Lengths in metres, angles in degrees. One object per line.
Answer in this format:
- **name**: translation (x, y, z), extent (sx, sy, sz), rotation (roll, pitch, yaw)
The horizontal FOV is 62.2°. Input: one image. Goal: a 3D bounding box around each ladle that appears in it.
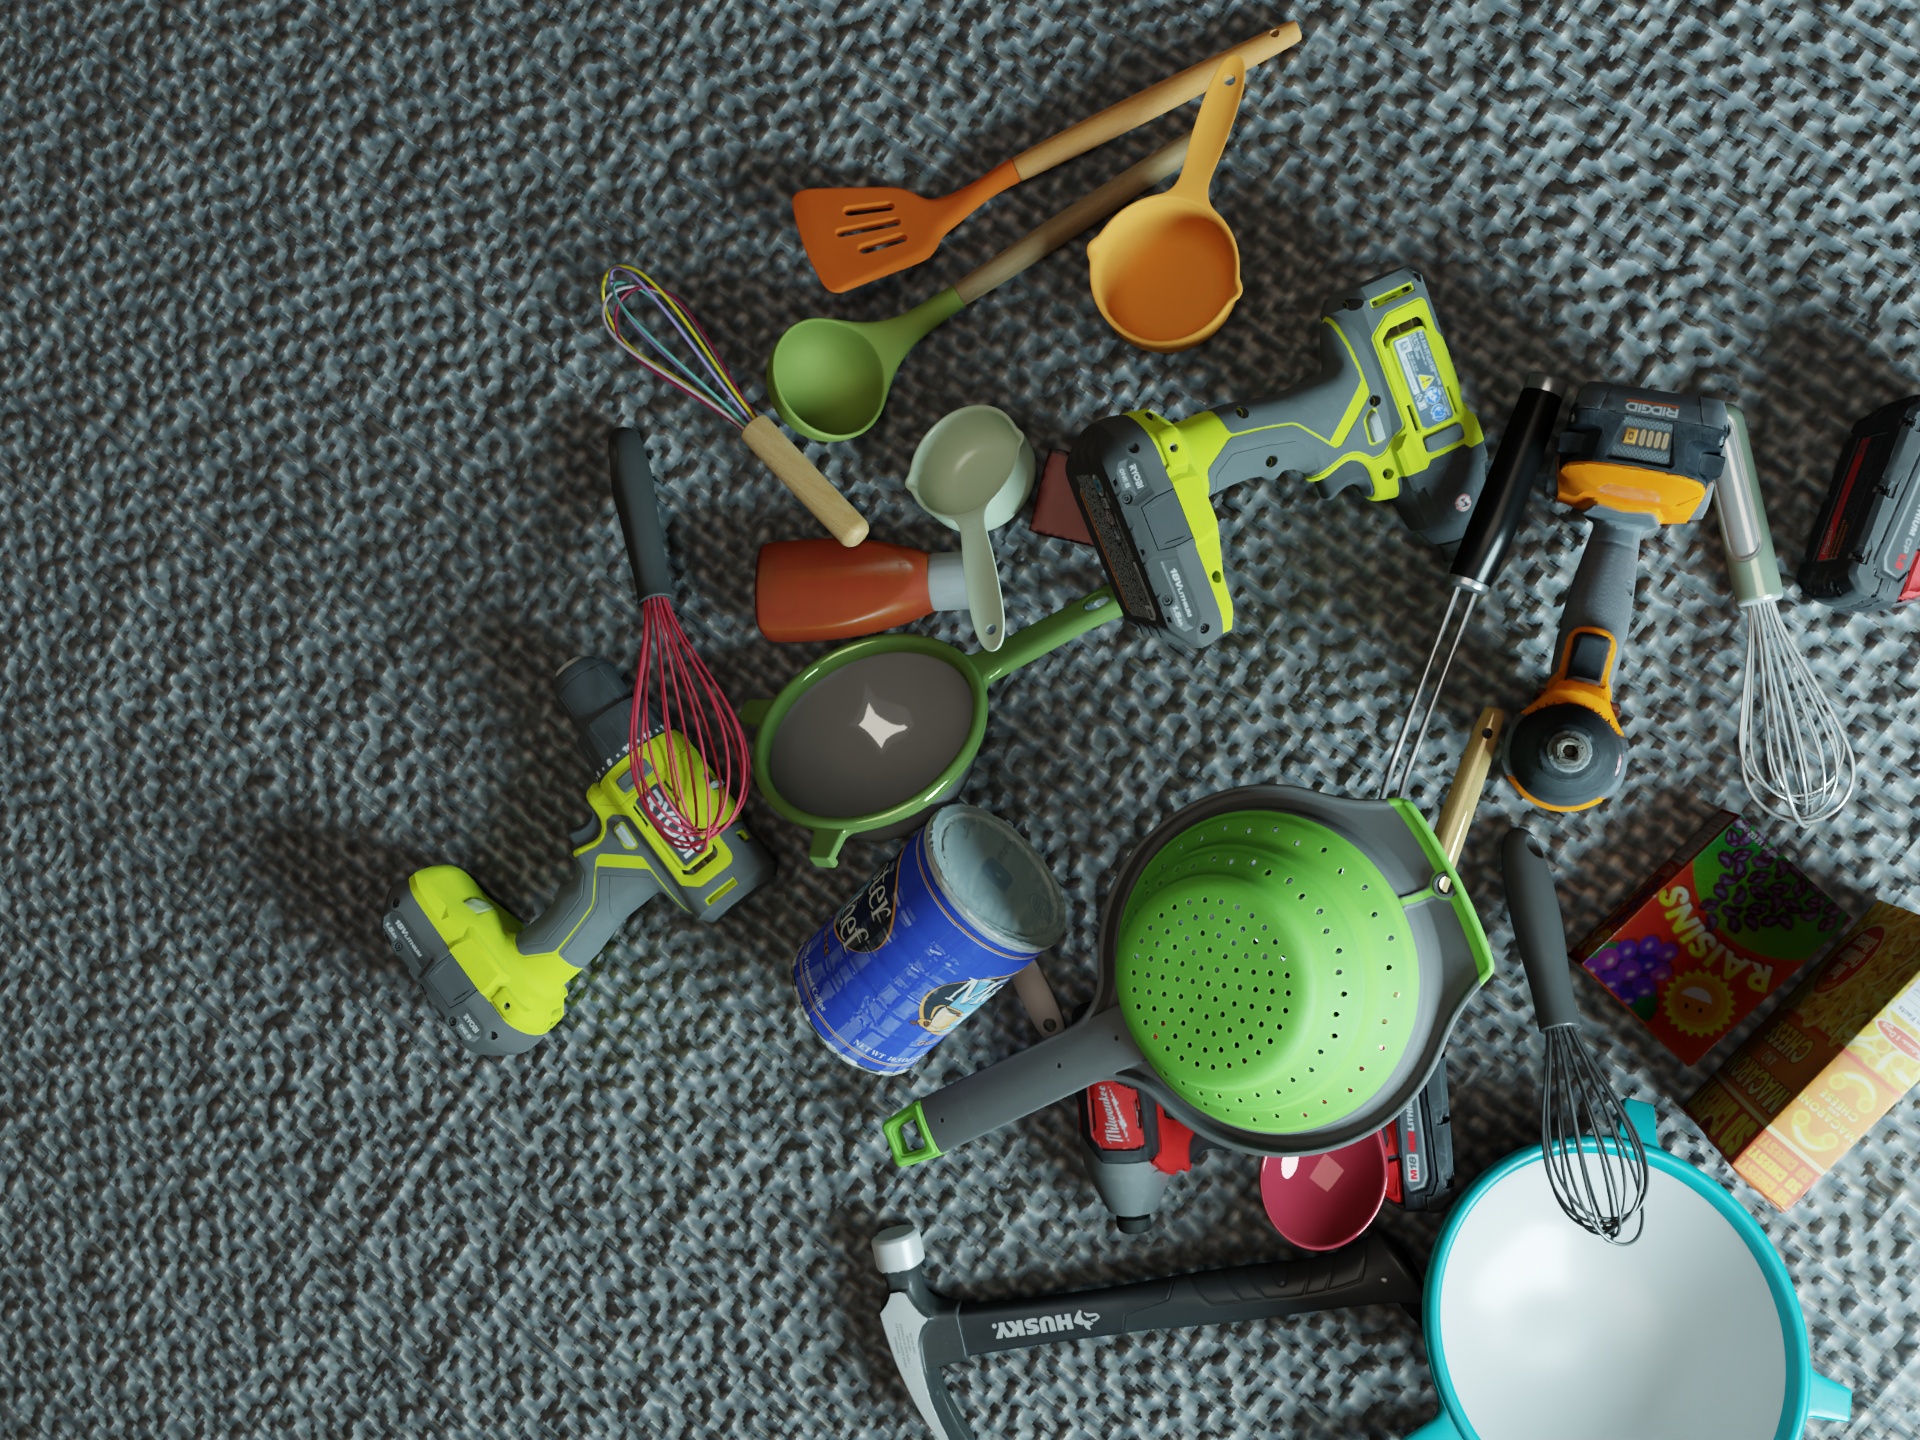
- **ladle**: translation (0.021, -0.275, 0.974), extent (0.320, 0.062, 0.078), rotation (-31, 101, 8)
- **ladle**: translation (0.241, 0.141, 0.881), extent (0.069, 0.031, 0.315), rotation (20, 94, 9)

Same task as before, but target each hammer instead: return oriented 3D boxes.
- **hammer**: translation (0.115, 0.367, 0.981), extent (0.335, 0.035, 0.146), rotation (-13, 89, 15)

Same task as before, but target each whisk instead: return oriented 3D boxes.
- **whisk**: translation (0.454, -0.061, 0.901), extent (0.058, 0.059, 0.246), rotation (-14, 85, 39)
- **whisk**: translation (-0.186, -0.057, 0.993), extent (0.073, 0.073, 0.296), rotation (-19, 69, 11)
- **whisk**: translation (0.340, 0.172, 0.894), extent (0.055, 0.055, 0.239), rotation (-10, 64, 12)
- **whisk**: translation (-0.146, -0.198, 1.005), extent (0.245, 0.051, 0.047), rotation (47, 104, 10)

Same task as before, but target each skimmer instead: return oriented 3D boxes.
- **skimmer**: translation (0.257, -0.023, 0.918), extent (0.127, 0.090, 0.363), rotation (19, 95, -10)

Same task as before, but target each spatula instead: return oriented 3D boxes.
- **spatula**: translation (0.054, -0.352, 0.971), extent (0.322, 0.041, 0.081), rotation (-24, 69, 10)

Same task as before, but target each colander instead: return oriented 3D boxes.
- **colander**: translation (0.089, 0.174, 0.887), extent (0.397, 0.094, 0.205), rotation (-32, 72, 27)

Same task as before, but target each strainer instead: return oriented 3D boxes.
- **strainer**: translation (0.298, 0.376, 0.886), extent (0.340, 0.095, 0.211), rotation (-27, 72, -11)
- **strainer**: translation (-0.002, -0.003, 0.987), extent (0.256, 0.069, 0.152), rotation (-29, 46, -5)

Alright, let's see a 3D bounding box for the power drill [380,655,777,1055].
- **power drill**: translation (-0.257, 0.089, 1.034), extent (0.228, 0.080, 0.190), rotation (-39, 85, 8)

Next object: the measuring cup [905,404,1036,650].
- **measuring cup**: translation (0.016, -0.111, 0.959), extent (0.083, 0.038, 0.168), rotation (-19, 63, 23)

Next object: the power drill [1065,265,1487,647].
- **power drill**: translation (0.189, -0.136, 0.906), extent (0.223, 0.080, 0.171), rotation (-25, 102, -9)

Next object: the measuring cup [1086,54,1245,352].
- **measuring cup**: translation (0.137, -0.305, 0.951), extent (0.095, 0.052, 0.173), rotation (19, 94, 10)

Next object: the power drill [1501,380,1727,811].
- **power drill**: translation (0.347, -0.061, 0.861), extent (0.084, 0.164, 0.226), rotation (14, 93, 19)

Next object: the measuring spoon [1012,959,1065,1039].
- **measuring spoon**: translation (0.035, 0.151, 1.005), extent (0.034, 0.018, 0.124), rotation (-27, 88, 11)

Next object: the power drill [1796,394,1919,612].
- **power drill**: translation (0.587, -0.066, 0.860), extent (0.227, 0.080, 0.188), rotation (18, 96, 7)

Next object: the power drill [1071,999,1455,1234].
- **power drill**: translation (0.178, 0.236, 0.953), extent (0.219, 0.078, 0.143), rotation (-4, 90, 15)
